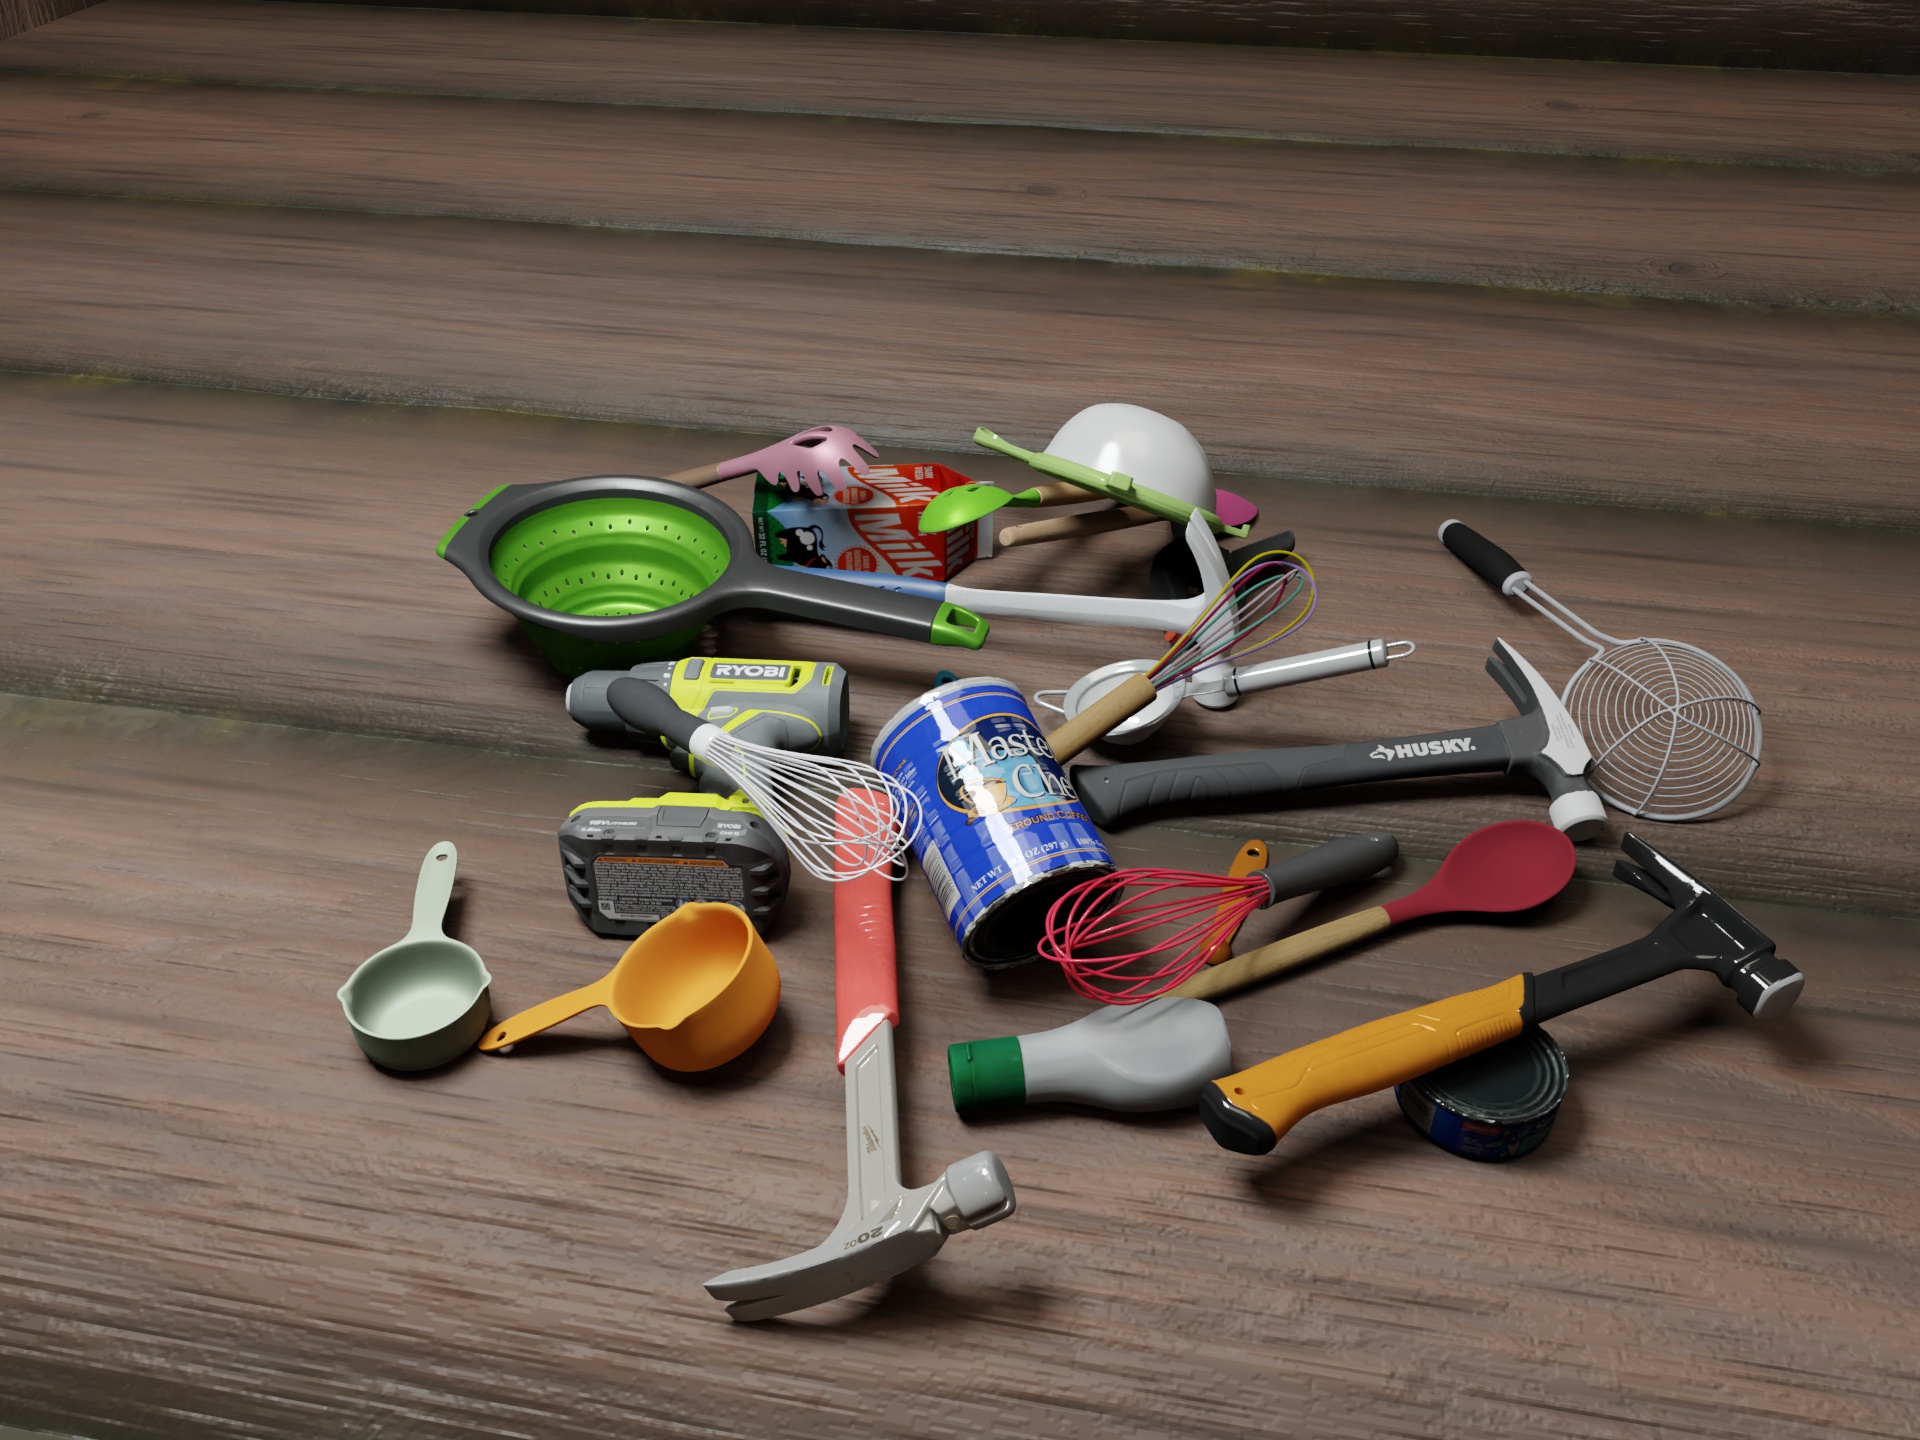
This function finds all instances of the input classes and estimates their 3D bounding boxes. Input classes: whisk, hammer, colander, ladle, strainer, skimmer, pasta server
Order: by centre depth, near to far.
[{"bbox_3d":[0.273,0.150,0.840,0.337,0.034,0.127,-15,40,-19],"label":"hammer"},{"bbox_3d":[-0.060,0.155,0.873,0.149,0.036,0.359,-24,31,9],"label":"hammer"},{"bbox_3d":[0.160,0.102,0.915,0.295,0.073,0.073,-12,36,-39],"label":"whisk"},{"bbox_3d":[-0.125,0.026,0.921,0.070,0.070,0.285,-29,37,-33],"label":"whisk"},{"bbox_3d":[0.229,0.125,0.940,0.315,0.031,0.069,-17,37,-18],"label":"ladle"},{"bbox_3d":[0.137,-0.038,1.045,0.245,0.047,0.051,-35,35,-15],"label":"whisk"},{"bbox_3d":[0.239,0.026,1.046,0.334,0.035,0.146,-6,55,-2],"label":"hammer"},{"bbox_3d":[0.176,-0.022,1.072,0.258,0.050,0.087,-11,34,23],"label":"strainer"},{"bbox_3d":[-0.176,-0.074,1.156,0.397,0.094,0.205,13,38,9],"label":"colander"},{"bbox_3d":[0.002,-0.093,1.168,0.405,0.144,0.035,6,36,19],"label":"hammer"},{"bbox_3d":[0.444,-0.054,1.173,0.127,0.090,0.364,-23,27,2],"label":"skimmer"},{"bbox_3d":[0.100,-0.210,1.204,0.151,0.069,0.257,13,12,-42],"label":"strainer"},{"bbox_3d":[-0.205,-0.187,1.271,0.316,0.040,0.060,-8,39,33],"label":"pasta server"}]

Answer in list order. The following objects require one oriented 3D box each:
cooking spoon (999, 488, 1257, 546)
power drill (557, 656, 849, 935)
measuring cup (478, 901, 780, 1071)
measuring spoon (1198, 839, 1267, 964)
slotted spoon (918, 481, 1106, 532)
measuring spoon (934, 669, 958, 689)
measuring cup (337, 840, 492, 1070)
[{"bbox_3d":[0.139,-0.163,1.269,0.069,0.017,0.319,32,32,33],"label":"cooking spoon"},{"bbox_3d":[-0.178,0.034,1.023,0.190,0.080,0.229,2,34,3],"label":"power drill"},{"bbox_3d":[-0.180,0.164,0.879,0.173,0.052,0.095,-22,34,12],"label":"measuring cup"},{"bbox_3d":[0.169,0.107,0.975,0.021,0.011,0.117,14,39,18],"label":"measuring spoon"},{"bbox_3d":[0.070,-0.180,1.272,0.070,0.031,0.313,-6,7,36],"label":"slotted spoon"},{"bbox_3d":[-0.002,-0.004,1.114,0.042,0.021,0.129,-6,38,-8],"label":"measuring spoon"},{"bbox_3d":[-0.306,0.134,0.921,0.083,0.038,0.168,-5,35,-6],"label":"measuring cup"}]
